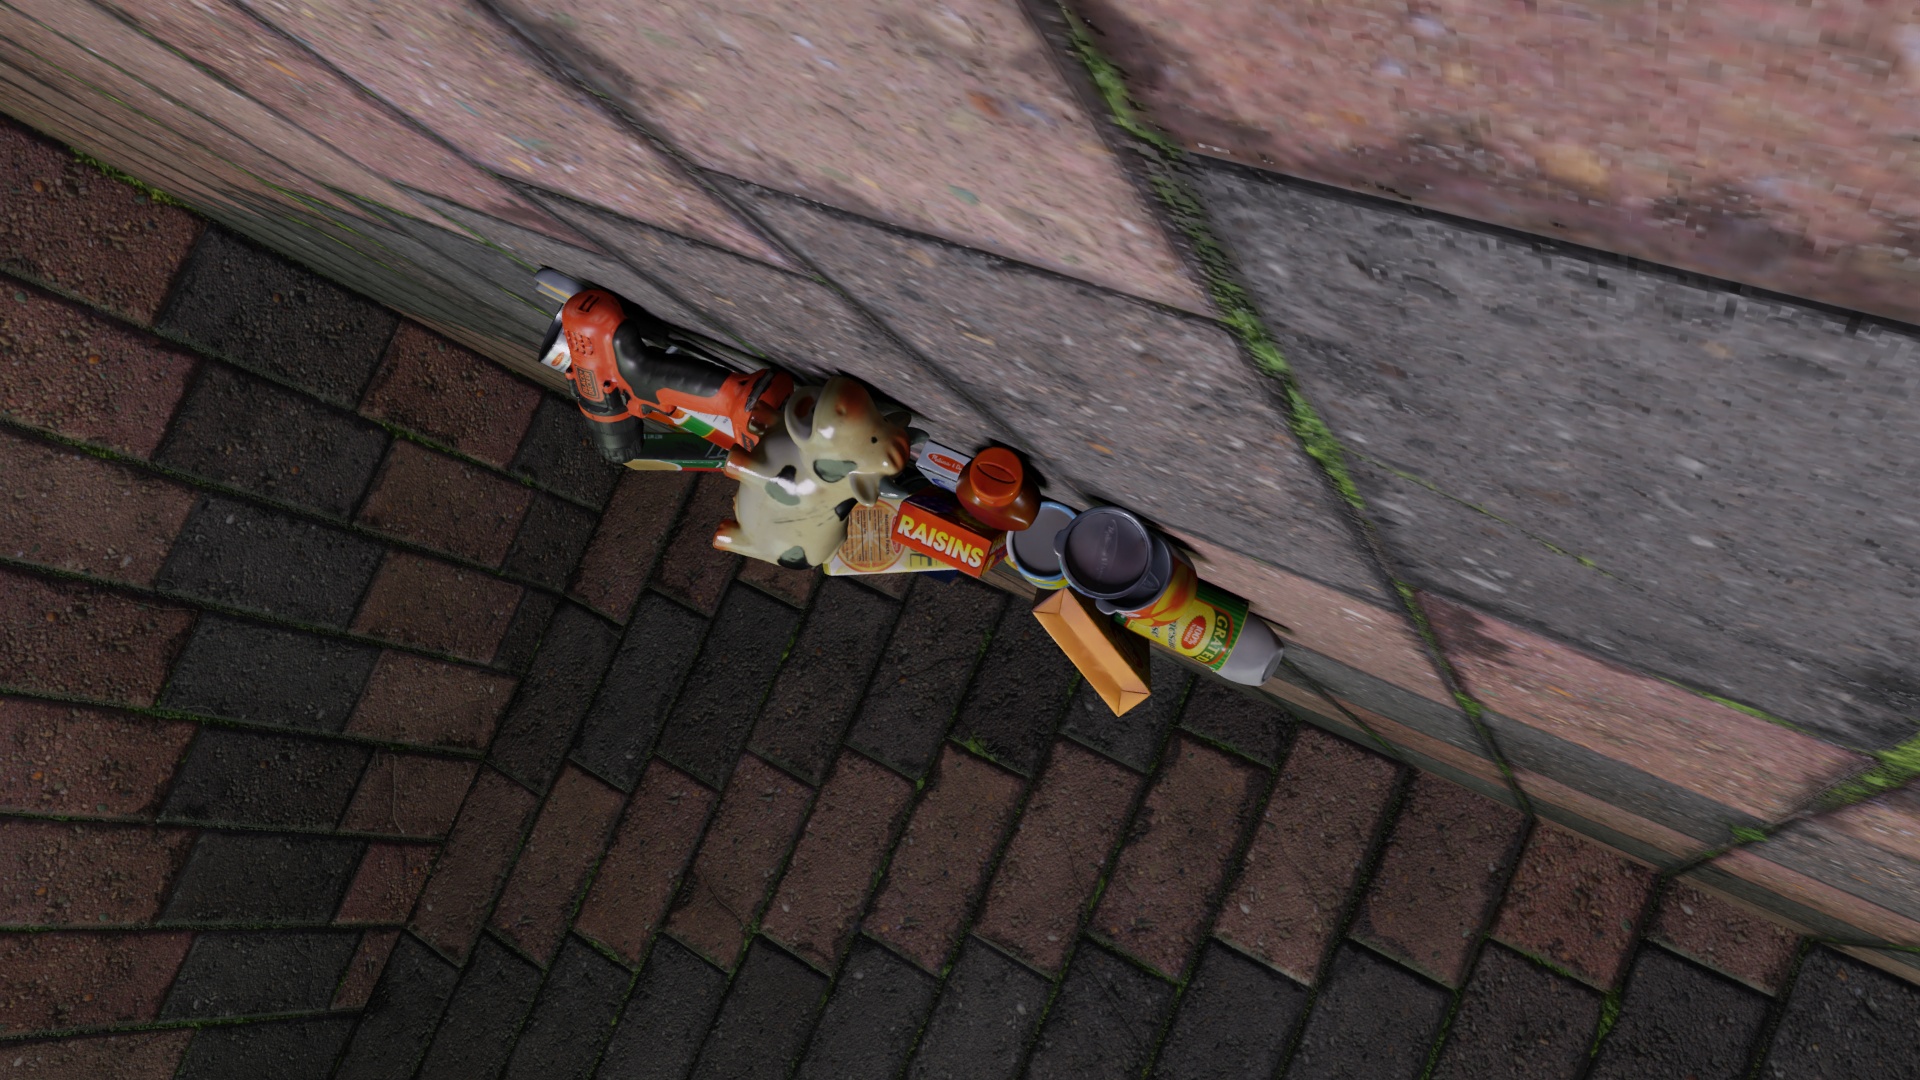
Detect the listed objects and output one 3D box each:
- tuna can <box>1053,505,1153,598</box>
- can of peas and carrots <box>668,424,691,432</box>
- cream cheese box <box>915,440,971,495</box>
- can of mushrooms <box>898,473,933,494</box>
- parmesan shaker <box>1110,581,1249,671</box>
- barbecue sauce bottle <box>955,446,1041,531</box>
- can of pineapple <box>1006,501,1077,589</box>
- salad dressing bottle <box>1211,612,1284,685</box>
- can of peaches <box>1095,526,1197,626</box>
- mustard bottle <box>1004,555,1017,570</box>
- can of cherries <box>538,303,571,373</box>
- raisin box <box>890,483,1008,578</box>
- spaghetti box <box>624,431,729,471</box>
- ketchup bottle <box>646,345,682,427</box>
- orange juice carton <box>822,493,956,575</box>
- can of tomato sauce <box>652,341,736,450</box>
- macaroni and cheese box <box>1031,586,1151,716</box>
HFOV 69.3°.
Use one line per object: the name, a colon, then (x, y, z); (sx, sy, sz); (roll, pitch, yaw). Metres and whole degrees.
tuna can: (0.100, 0.008, 0.990); (0.071, 0.071, 0.033); (24, 176, 2)
can of peas and carrots: (-0.241, -0.126, 1.336); (0.059, 0.071, 0.071); (26, 176, -15)
cream cheese box: (0.001, -0.051, 1.132); (0.053, 0.024, 0.103); (24, 177, 12)
can of mushrooms: (-0.038, -0.030, 1.359); (0.071, 0.071, 0.033); (24, 178, 1)
parmesan shaker: (0.190, 0.066, 1.214); (0.103, 0.071, 0.071); (24, 176, 3)
barbecue sauce bottle: (0.027, -0.038, 0.999); (0.065, 0.043, 0.148); (24, 176, 4)
can of pineapple: (0.075, 0.005, 1.134); (0.071, 0.071, 0.058); (24, 176, 12)
salad dressing bottle: (0.230, 0.080, 1.304); (0.148, 0.064, 0.044); (32, 167, 26)
can of peaches: (0.136, 0.029, 1.036); (0.071, 0.071, 0.058); (22, 177, 32)
mustard bottle: (0.096, 0.024, 1.435); (0.065, 0.049, 0.160); (23, 177, 23)
can of cherries: (-0.325, -0.174, 1.207); (0.058, 0.071, 0.071); (25, 176, -25)
raisin box: (0.004, -0.015, 1.189); (0.086, 0.040, 0.124); (25, -159, 13)
spaghetti box: (-0.192, -0.081, 1.269); (0.250, 0.029, 0.050); (2, 172, 12)
ketchup bottle: (-0.225, -0.127, 1.272); (0.149, 0.065, 0.043); (17, 153, -25)
orange juice carton: (-0.032, -0.008, 1.299); (0.193, 0.073, 0.072); (-3, -179, -10)
can of tomato sauce: (-0.223, -0.125, 1.204); (0.083, 0.071, 0.071); (27, 176, -28)
macaroni and cheese box: (0.123, 0.074, 1.267); (0.123, 0.040, 0.167); (51, -165, -7)
